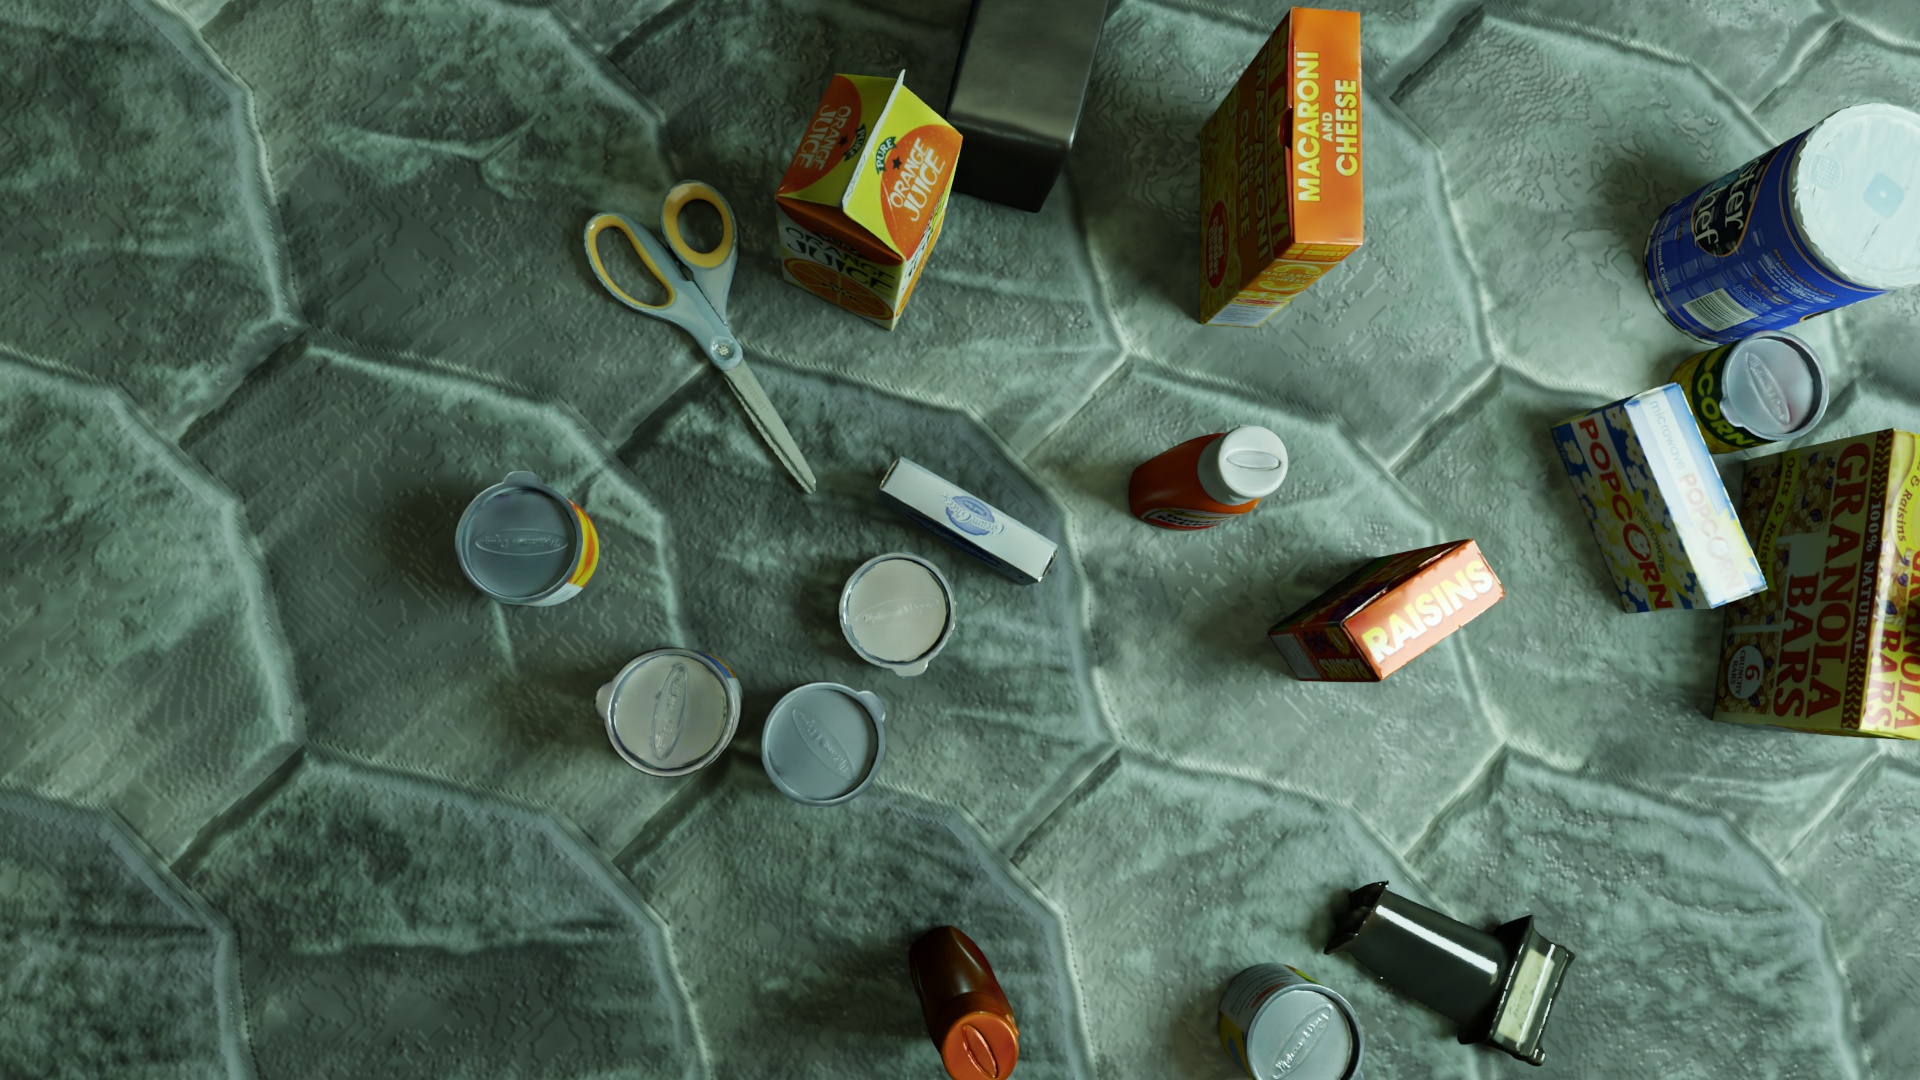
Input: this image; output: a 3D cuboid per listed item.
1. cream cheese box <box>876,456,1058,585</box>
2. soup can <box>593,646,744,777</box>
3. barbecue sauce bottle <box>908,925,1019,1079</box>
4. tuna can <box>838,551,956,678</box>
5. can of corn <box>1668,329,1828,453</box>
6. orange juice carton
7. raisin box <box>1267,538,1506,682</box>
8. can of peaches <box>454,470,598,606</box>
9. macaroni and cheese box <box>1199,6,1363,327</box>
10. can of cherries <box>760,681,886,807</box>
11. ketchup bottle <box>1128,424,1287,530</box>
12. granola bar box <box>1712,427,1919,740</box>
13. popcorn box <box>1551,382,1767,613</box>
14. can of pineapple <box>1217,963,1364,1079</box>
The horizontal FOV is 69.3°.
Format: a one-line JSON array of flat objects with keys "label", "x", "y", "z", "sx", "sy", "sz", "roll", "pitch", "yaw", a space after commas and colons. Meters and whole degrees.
[{"label": "cream cheese box", "x": 0.003, "y": -0.010, "z": 0.787, "sx": 0.104, "sy": 0.053, "sz": 0.024, "roll": 30, "pitch": 83, "yaw": -2}, {"label": "soup can", "x": -0.154, "y": 0.090, "z": 0.746, "sx": 0.071, "sy": 0.083, "sz": 0.071, "roll": 1, "pitch": 85, "yaw": -5}, {"label": "barbecue sauce bottle", "x": 0.003, "y": 0.242, "z": 0.713, "sx": 0.044, "sy": 0.148, "sz": 0.065, "roll": -29, "pitch": 88, "yaw": -7}, {"label": "tuna can", "x": -0.036, "y": 0.043, "z": 0.788, "sx": 0.071, "sy": 0.033, "sz": 0.071, "roll": 1, "pitch": 84, "yaw": -5}, {"label": "can of corn", "x": 0.471, "y": -0.087, "z": 0.838, "sx": 0.071, "sy": 0.058, "sz": 0.071, "roll": 1, "pitch": 84, "yaw": -5}, {"label": "orange juice carton", "x": -0.049, "y": -0.178, "z": 0.729, "sx": 0.073, "sy": 0.192, "sz": 0.072, "roll": 25, "pitch": 83, "yaw": -3}, {"label": "raisin box", "x": 0.232, "y": 0.040, "z": 0.769, "sx": 0.086, "sy": 0.123, "sz": 0.040, "roll": -31, "pitch": 88, "yaw": -7}, {"label": "can of peaches", "x": -0.235, "y": 0.001, "z": 0.760, "sx": 0.071, "sy": 0.058, "sz": 0.071, "roll": 1, "pitch": 84, "yaw": -5}, {"label": "macaroni and cheese box", "x": 0.171, "y": -0.197, "z": 0.766, "sx": 0.040, "sy": 0.166, "sz": 0.124, "roll": 1, "pitch": 84, "yaw": -5}, {"label": "can of cherries", "x": -0.073, "y": 0.109, "z": 0.765, "sx": 0.071, "sy": 0.058, "sz": 0.071, "roll": 1, "pitch": 84, "yaw": -5}, {"label": "ketchup bottle", "x": 0.136, "y": -0.034, "z": 0.754, "sx": 0.065, "sy": 0.148, "sz": 0.043, "roll": 4, "pitch": 84, "yaw": -5}, {"label": "granola bar box", "x": 0.497, "y": 0.028, "z": 0.795, "sx": 0.039, "sy": 0.124, "sz": 0.165, "roll": 12, "pitch": 83, "yaw": -4}, {"label": "popcorn box", "x": 0.404, "y": -0.022, "z": 0.811, "sx": 0.038, "sy": 0.085, "sz": 0.126, "roll": -21, "pitch": 87, "yaw": -7}, {"label": "can of pineapple", "x": 0.183, "y": 0.276, "z": 0.773, "sx": 0.071, "sy": 0.058, "sz": 0.071, "roll": 1, "pitch": 84, "yaw": -5}]
